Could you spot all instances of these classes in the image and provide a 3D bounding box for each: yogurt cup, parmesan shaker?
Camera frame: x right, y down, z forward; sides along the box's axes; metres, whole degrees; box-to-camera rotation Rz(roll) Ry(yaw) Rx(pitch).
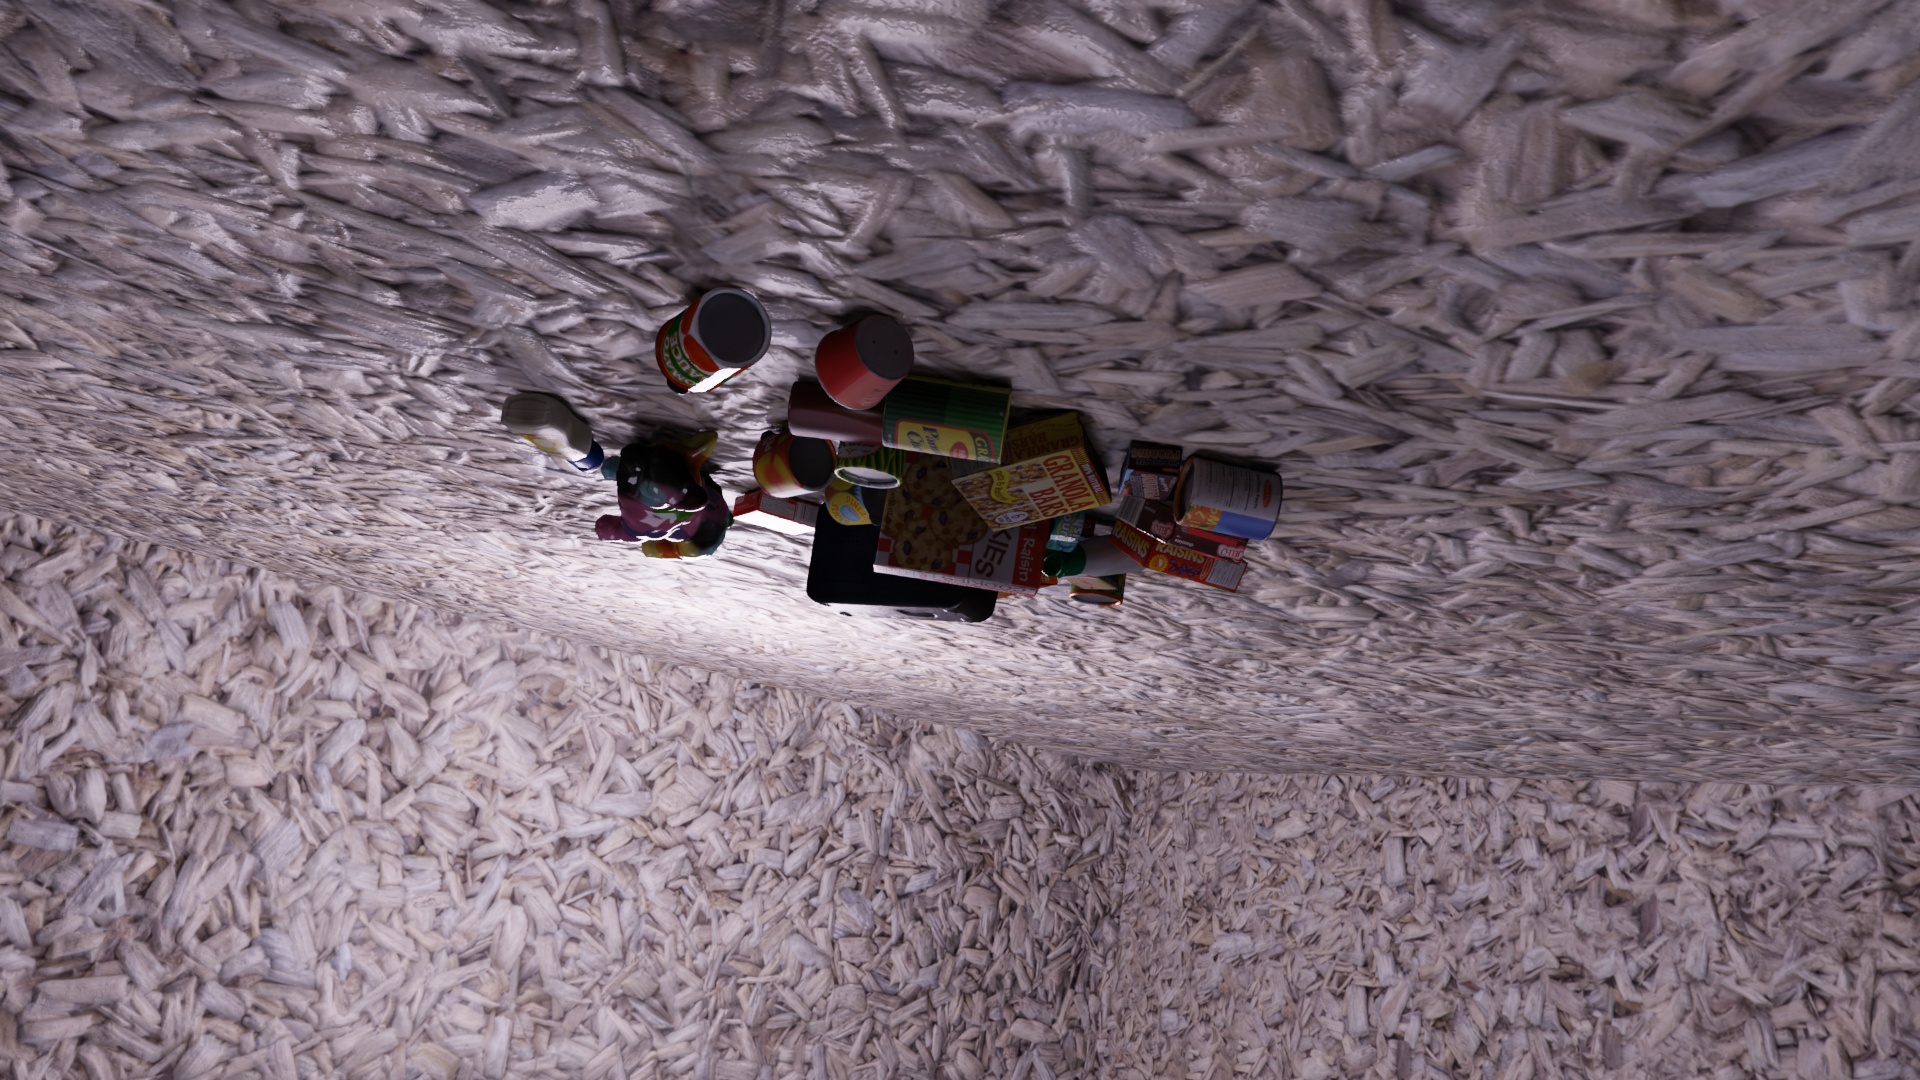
[{"bbox_3d":[-0.073,-0.142,1.089,0.072,0.072,0.053,18,155,-31],"label":"yogurt cup"},{"bbox_3d":[-0.011,-0.104,1.191,0.103,0.071,0.071,8,166,3],"label":"parmesan shaker"}]

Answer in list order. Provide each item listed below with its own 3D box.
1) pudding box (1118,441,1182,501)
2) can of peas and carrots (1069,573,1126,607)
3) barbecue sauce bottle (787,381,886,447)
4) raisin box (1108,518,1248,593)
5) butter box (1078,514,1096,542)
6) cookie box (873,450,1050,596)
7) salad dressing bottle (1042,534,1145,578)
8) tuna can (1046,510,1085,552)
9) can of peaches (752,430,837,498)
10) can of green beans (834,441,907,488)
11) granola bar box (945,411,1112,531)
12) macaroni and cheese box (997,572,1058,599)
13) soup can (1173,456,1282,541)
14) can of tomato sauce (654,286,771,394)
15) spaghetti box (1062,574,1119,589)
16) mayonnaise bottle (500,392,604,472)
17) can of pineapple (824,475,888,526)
[{"bbox_3d":[0.177,-0.065,1.307,0.050,0.030,0.083,9,166,2],"label":"pudding box"},{"bbox_3d":[0.169,0.045,1.684,0.071,0.059,0.071,8,166,2],"label":"can of peas and carrots"},{"bbox_3d":[-0.080,-0.110,1.260,0.149,0.044,0.064,8,160,1],"label":"barbecue sauce bottle"},{"bbox_3d":[0.232,0.011,1.486,0.123,0.040,0.086,15,-166,-26],"label":"raisin box"},{"bbox_3d":[0.108,-0.012,1.568,0.053,0.024,0.103,14,165,-17],"label":"butter box"},{"bbox_3d":[0.005,-0.018,1.406,0.167,0.123,0.040,9,166,-1],"label":"cookie box"},{"bbox_3d":[0.149,0.017,1.523,0.148,0.044,0.064,-5,161,-43],"label":"salad dressing bottle"},{"bbox_3d":[0.105,-0.021,1.443,0.033,0.071,0.071,10,166,-10],"label":"tuna can"},{"bbox_3d":[-0.166,-0.080,1.390,0.071,0.071,0.058,21,161,-40],"label":"can of peaches"},{"bbox_3d":[-0.083,-0.087,1.323,0.071,0.058,0.071,8,166,2],"label":"can of green beans"},{"bbox_3d":[0.067,-0.062,1.298,0.124,0.039,0.165,-14,161,11],"label":"granola bar box"},{"bbox_3d":[0.020,0.054,1.728,0.166,0.040,0.124,-15,169,30],"label":"macaroni and cheese box"},{"bbox_3d":[0.247,-0.038,1.292,0.084,0.071,0.071,11,165,-6],"label":"soup can"},{"bbox_3d":[-0.196,-0.156,1.094,0.071,0.071,0.083,17,163,-29],"label":"can of tomato sauce"},{"bbox_3d":[0.093,0.007,1.540,0.050,0.029,0.250,-1,161,38],"label":"spaghetti box"},{"bbox_3d":[-0.424,-0.112,1.469,0.065,0.041,0.147,4,165,12],"label":"mayonnaise bottle"},{"bbox_3d":[-0.102,-0.048,1.463,0.058,0.071,0.071,-4,161,41],"label":"can of pineapple"}]
